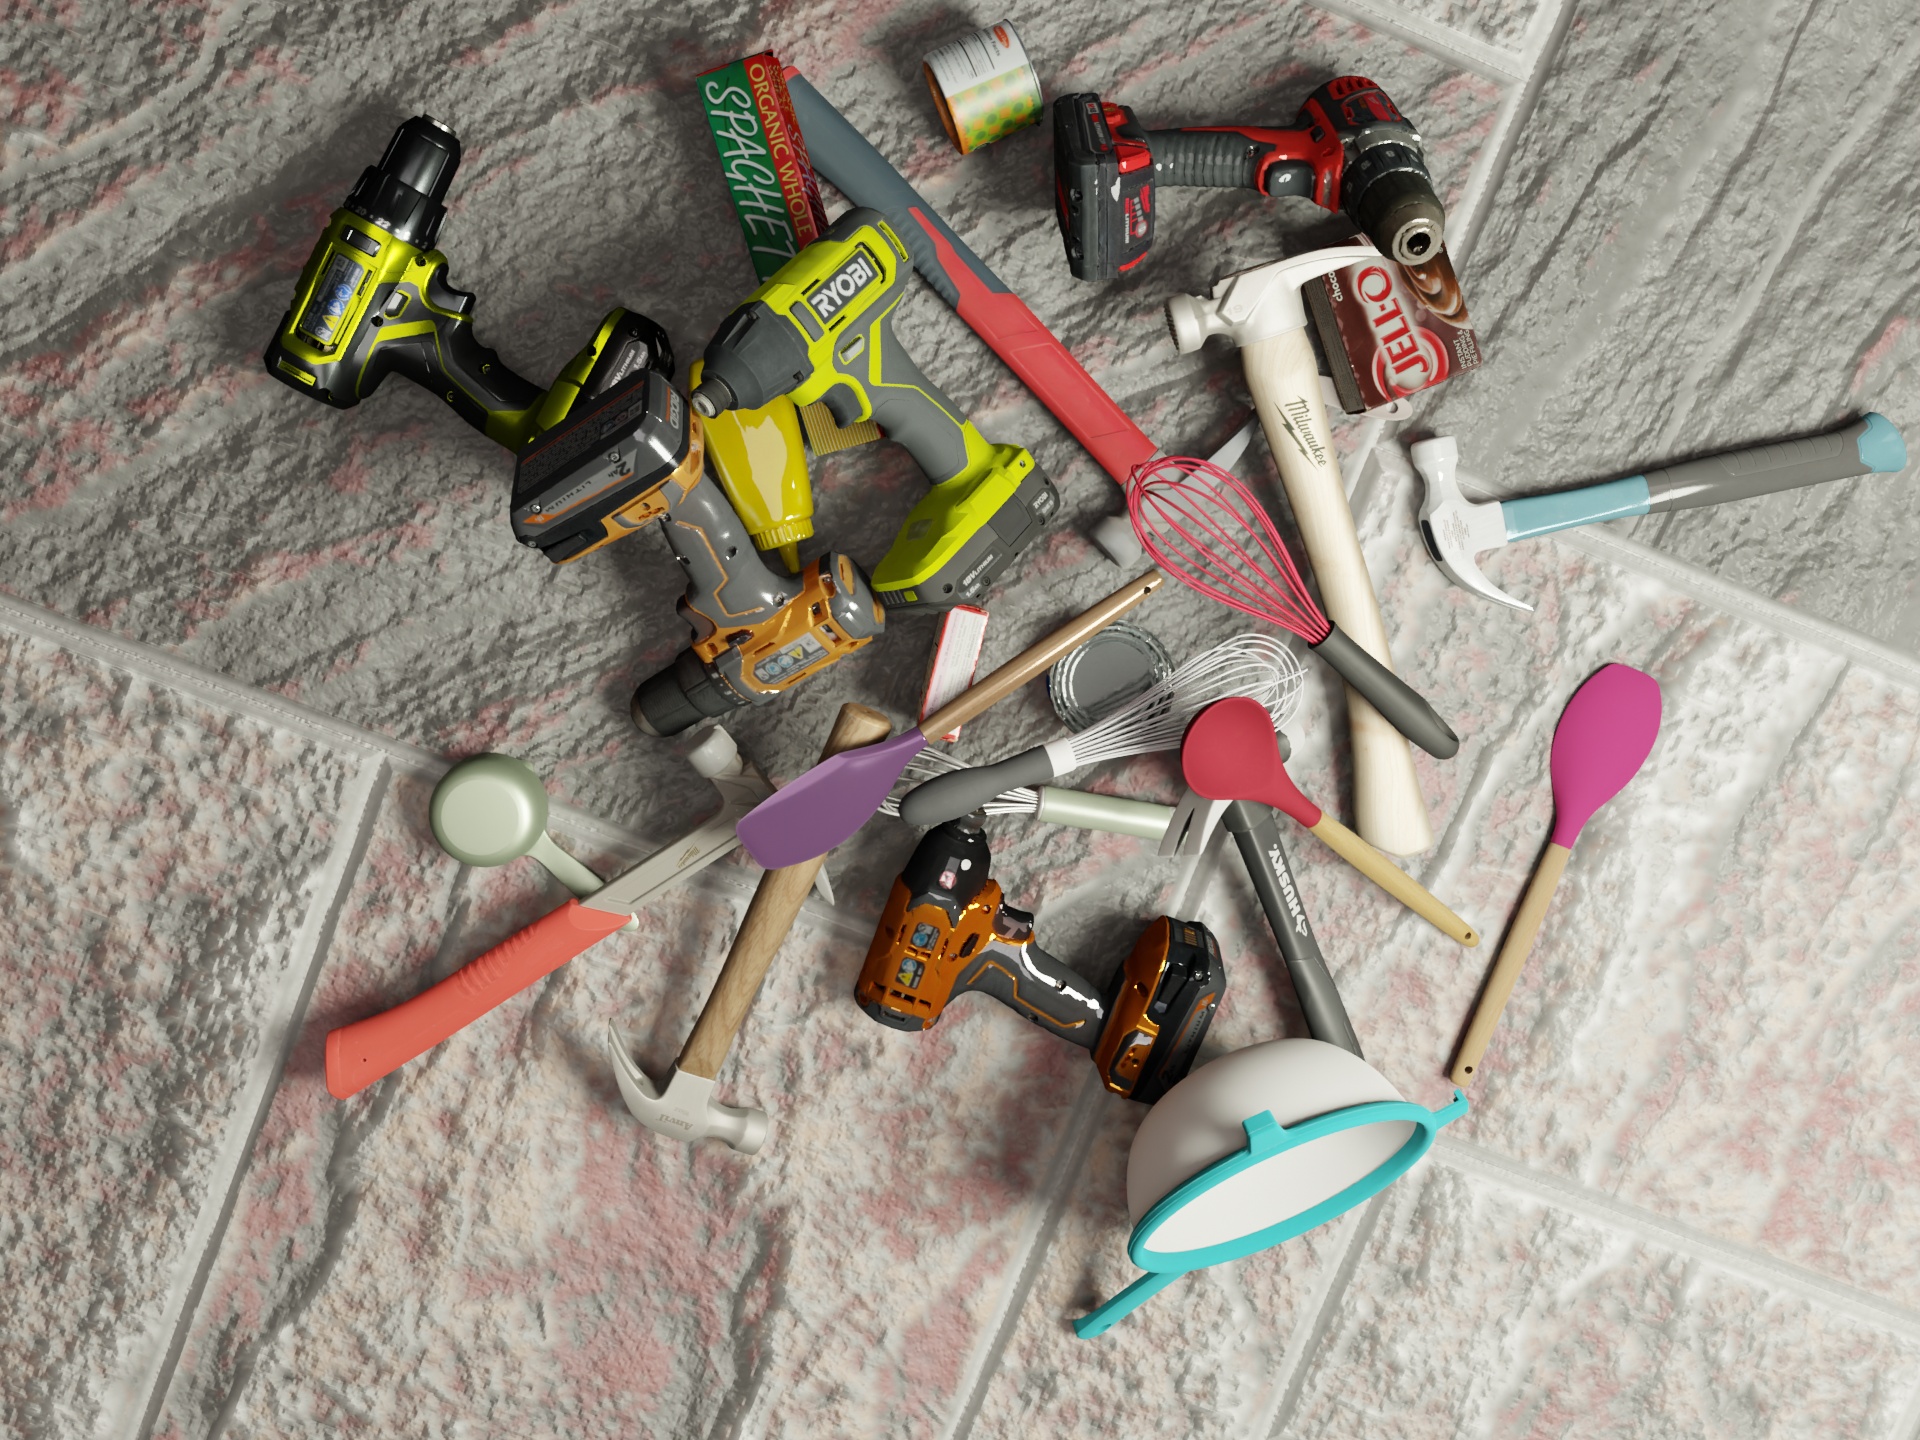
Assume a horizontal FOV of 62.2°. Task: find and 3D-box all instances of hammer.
[{"bbox_3d":[0.259,-0.101,1.051,0.146,0.038,0.410,-17,106,6],"label":"hammer"},{"bbox_3d":[0.027,-0.286,1.046,0.143,0.038,0.386,-44,97,2],"label":"hammer"},{"bbox_3d":[-0.267,0.154,1.072,0.359,0.037,0.149,-33,113,2],"label":"hammer"},{"bbox_3d":[-0.133,0.137,1.056,0.130,0.031,0.331,22,104,-19],"label":"hammer"},{"bbox_3d":[0.478,-0.159,1.084,0.331,0.033,0.128,-12,96,-1],"label":"hammer"},{"bbox_3d":[0.235,0.174,1.087,0.146,0.035,0.334,-34,108,-39],"label":"hammer"}]

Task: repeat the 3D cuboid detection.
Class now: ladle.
[{"bbox_3d":[0.251,0.077,1.055,0.315,0.031,0.069,35,94,-28],"label":"ladle"}]

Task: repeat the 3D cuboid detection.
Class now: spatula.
[{"bbox_3d":[-0.002,-0.003,1.013,0.316,0.018,0.059,-35,123,-3],"label":"spatula"}]

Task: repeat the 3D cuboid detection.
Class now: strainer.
[{"bbox_3d":[0.159,0.306,1.063,0.211,0.095,0.340,4,139,-35],"label":"strainer"}]

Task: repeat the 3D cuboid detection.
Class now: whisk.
[{"bbox_3d":[0.094,0.013,1.034,0.284,0.070,0.070,-19,97,-6],"label":"whisk"},{"bbox_3d":[0.046,0.056,1.089,0.246,0.058,0.059,9,131,-7],"label":"whisk"},{"bbox_3d":[0.217,-0.067,1.013,0.295,0.073,0.073,39,94,-16],"label":"whisk"}]

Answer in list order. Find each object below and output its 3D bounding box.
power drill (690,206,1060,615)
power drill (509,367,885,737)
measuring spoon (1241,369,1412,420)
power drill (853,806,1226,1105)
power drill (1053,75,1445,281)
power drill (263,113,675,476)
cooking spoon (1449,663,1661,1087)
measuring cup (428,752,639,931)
[{"bbox_3d":[-0.052,-0.179,0.988,0.171,0.080,0.223,-49,114,-25],"label":"power drill"},{"bbox_3d":[-0.181,-0.088,0.996,0.185,0.084,0.226,-29,131,18],"label":"power drill"},{"bbox_3d":[0.247,-0.222,1.078,0.124,0.018,0.034,11,90,-11],"label":"measuring spoon"},{"bbox_3d":[0.058,0.155,1.069,0.226,0.084,0.164,19,109,-2],"label":"power drill"},{"bbox_3d":[0.177,-0.329,0.981,0.226,0.188,0.080,-6,133,0],"label":"power drill"},{"bbox_3d":[-0.304,-0.255,1.017,0.228,0.080,0.190,29,96,-3],"label":"power drill"},{"bbox_3d":[0.413,0.112,1.121,0.068,0.017,0.319,21,95,-4],"label":"cooking spoon"},{"bbox_3d":[-0.286,0.091,1.076,0.167,0.038,0.083,41,94,-5],"label":"measuring cup"}]
